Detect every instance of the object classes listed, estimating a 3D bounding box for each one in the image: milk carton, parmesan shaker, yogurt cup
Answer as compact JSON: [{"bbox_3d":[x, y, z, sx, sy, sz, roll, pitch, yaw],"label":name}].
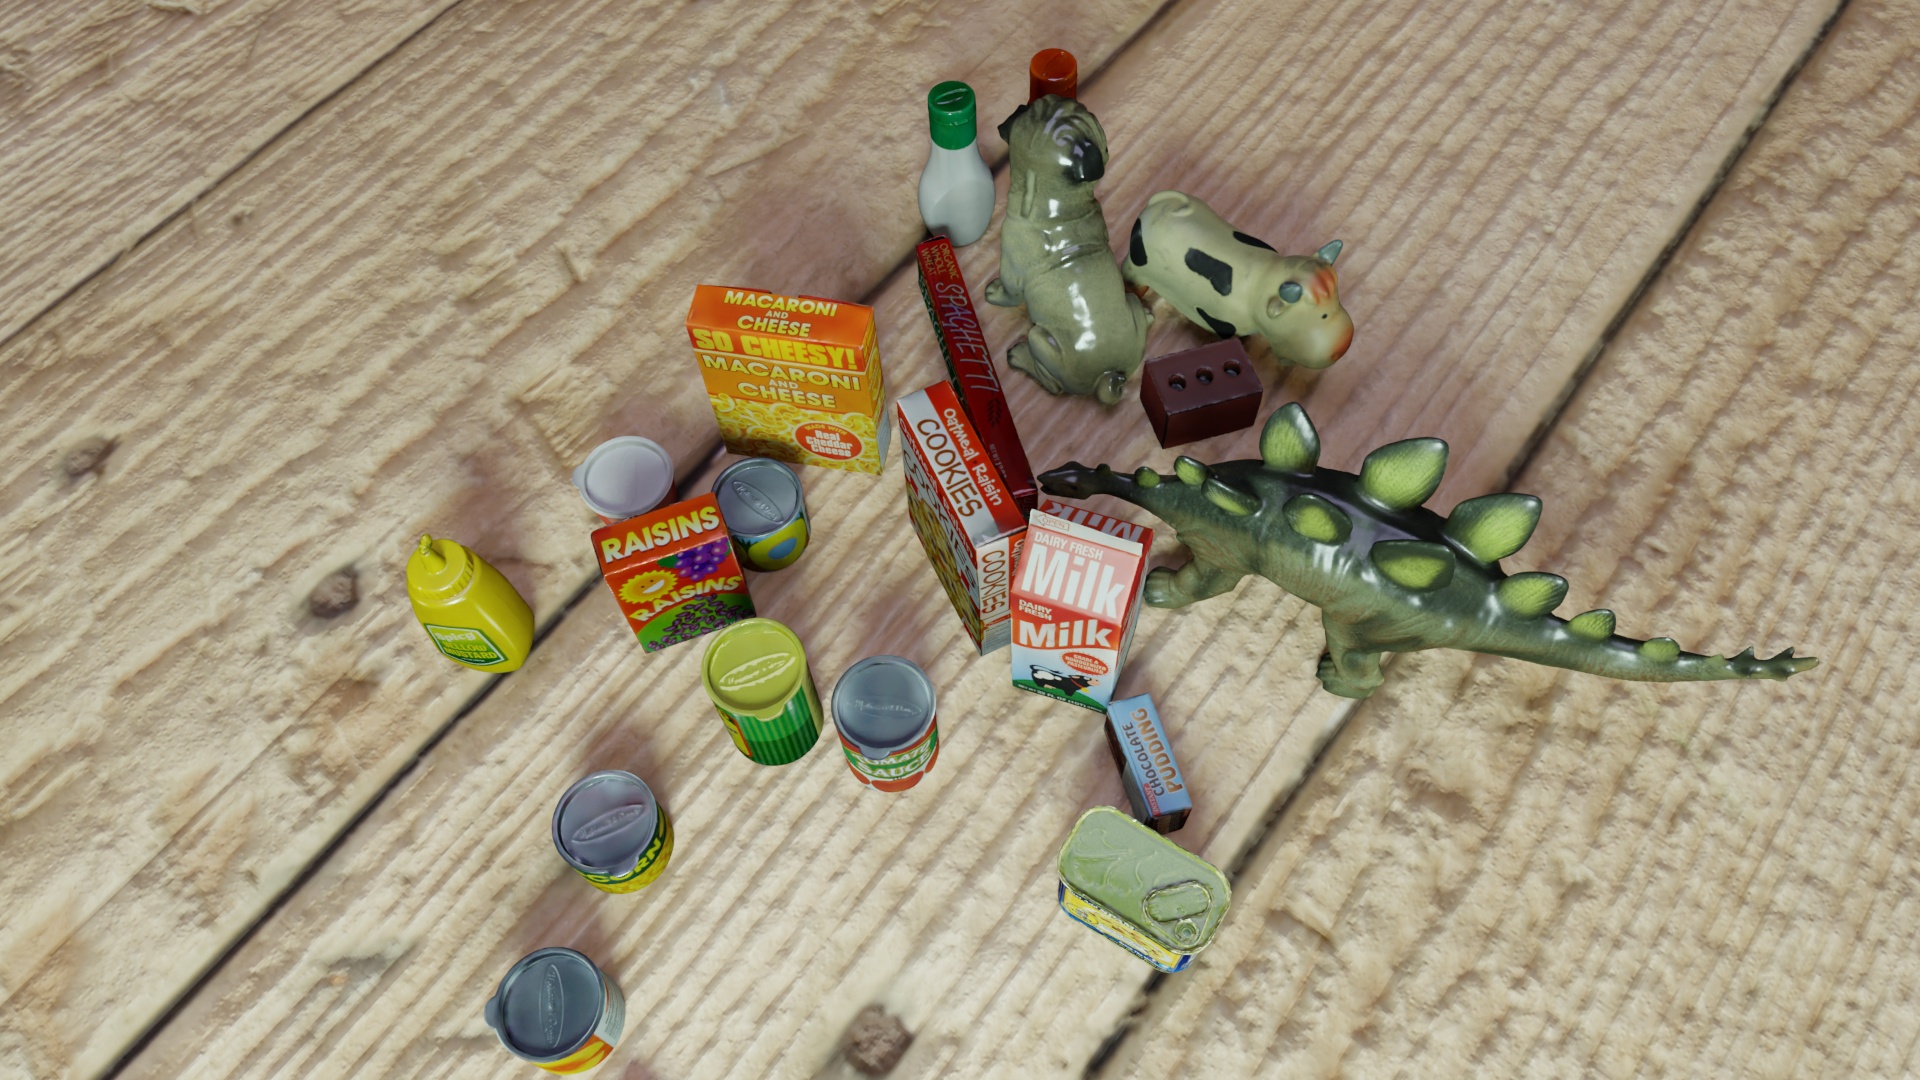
[{"bbox_3d":[0.077,0.037,0.894,0.072,0.189,0.074,17,64,10],"label":"milk carton"},{"bbox_3d":[-0.127,0.104,0.912,0.071,0.102,0.071,-1,62,1],"label":"parmesan shaker"},{"bbox_3d":[-0.240,-0.035,1.019,0.072,0.053,0.073,-1,62,1],"label":"yogurt cup"}]

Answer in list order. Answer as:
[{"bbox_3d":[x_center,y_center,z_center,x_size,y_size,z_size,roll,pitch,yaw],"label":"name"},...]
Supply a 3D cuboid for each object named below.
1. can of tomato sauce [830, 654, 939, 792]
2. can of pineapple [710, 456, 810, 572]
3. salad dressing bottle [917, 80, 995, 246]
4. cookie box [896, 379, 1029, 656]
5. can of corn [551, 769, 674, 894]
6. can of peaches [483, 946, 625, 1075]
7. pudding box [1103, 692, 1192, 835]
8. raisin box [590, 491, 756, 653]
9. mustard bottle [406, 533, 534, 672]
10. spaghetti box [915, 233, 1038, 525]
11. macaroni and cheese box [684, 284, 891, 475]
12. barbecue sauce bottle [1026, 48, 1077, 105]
[{"bbox_3d":[-0.047,0.123,0.911,0.071,0.082,0.071,-1,62,1],"label":"can of tomato sauce"},{"bbox_3d":[-0.145,-0.017,1.004,0.071,0.057,0.071,-1,62,1],"label":"can of pineapple"},{"bbox_3d":[-0.004,-0.297,1.102,0.064,0.147,0.044,-21,63,-9],"label":"salad dressing bottle"},{"bbox_3d":[0.003,-0.012,0.935,0.040,0.166,0.123,-23,64,-10],"label":"cookie box"},{"bbox_3d":[-0.221,0.191,0.893,0.071,0.058,0.071,-1,62,1],"label":"can of corn"},{"bbox_3d":[-0.244,0.286,0.842,0.071,0.057,0.071,-1,62,1],"label":"can of peaches"},{"bbox_3d":[0.122,0.148,0.912,0.030,0.049,0.084,-15,62,-7],"label":"pudding box"},{"bbox_3d":[-0.192,0.023,0.946,0.086,0.123,0.040,-18,63,-8],"label":"raisin box"},{"bbox_3d":[-0.332,0.038,0.921,0.065,0.159,0.049,4,62,4],"label":"mustard bottle"},{"bbox_3d":[0.010,-0.125,1.063,0.029,0.050,0.251,-15,62,-6],"label":"spaghetti box"},{"bbox_3d":[-0.119,-0.113,0.994,0.124,0.165,0.040,8,62,6],"label":"macaroni and cheese box"},{"bbox_3d":[0.073,-0.326,1.115,0.044,0.148,0.065,34,68,18],"label":"barbecue sauce bottle"}]
